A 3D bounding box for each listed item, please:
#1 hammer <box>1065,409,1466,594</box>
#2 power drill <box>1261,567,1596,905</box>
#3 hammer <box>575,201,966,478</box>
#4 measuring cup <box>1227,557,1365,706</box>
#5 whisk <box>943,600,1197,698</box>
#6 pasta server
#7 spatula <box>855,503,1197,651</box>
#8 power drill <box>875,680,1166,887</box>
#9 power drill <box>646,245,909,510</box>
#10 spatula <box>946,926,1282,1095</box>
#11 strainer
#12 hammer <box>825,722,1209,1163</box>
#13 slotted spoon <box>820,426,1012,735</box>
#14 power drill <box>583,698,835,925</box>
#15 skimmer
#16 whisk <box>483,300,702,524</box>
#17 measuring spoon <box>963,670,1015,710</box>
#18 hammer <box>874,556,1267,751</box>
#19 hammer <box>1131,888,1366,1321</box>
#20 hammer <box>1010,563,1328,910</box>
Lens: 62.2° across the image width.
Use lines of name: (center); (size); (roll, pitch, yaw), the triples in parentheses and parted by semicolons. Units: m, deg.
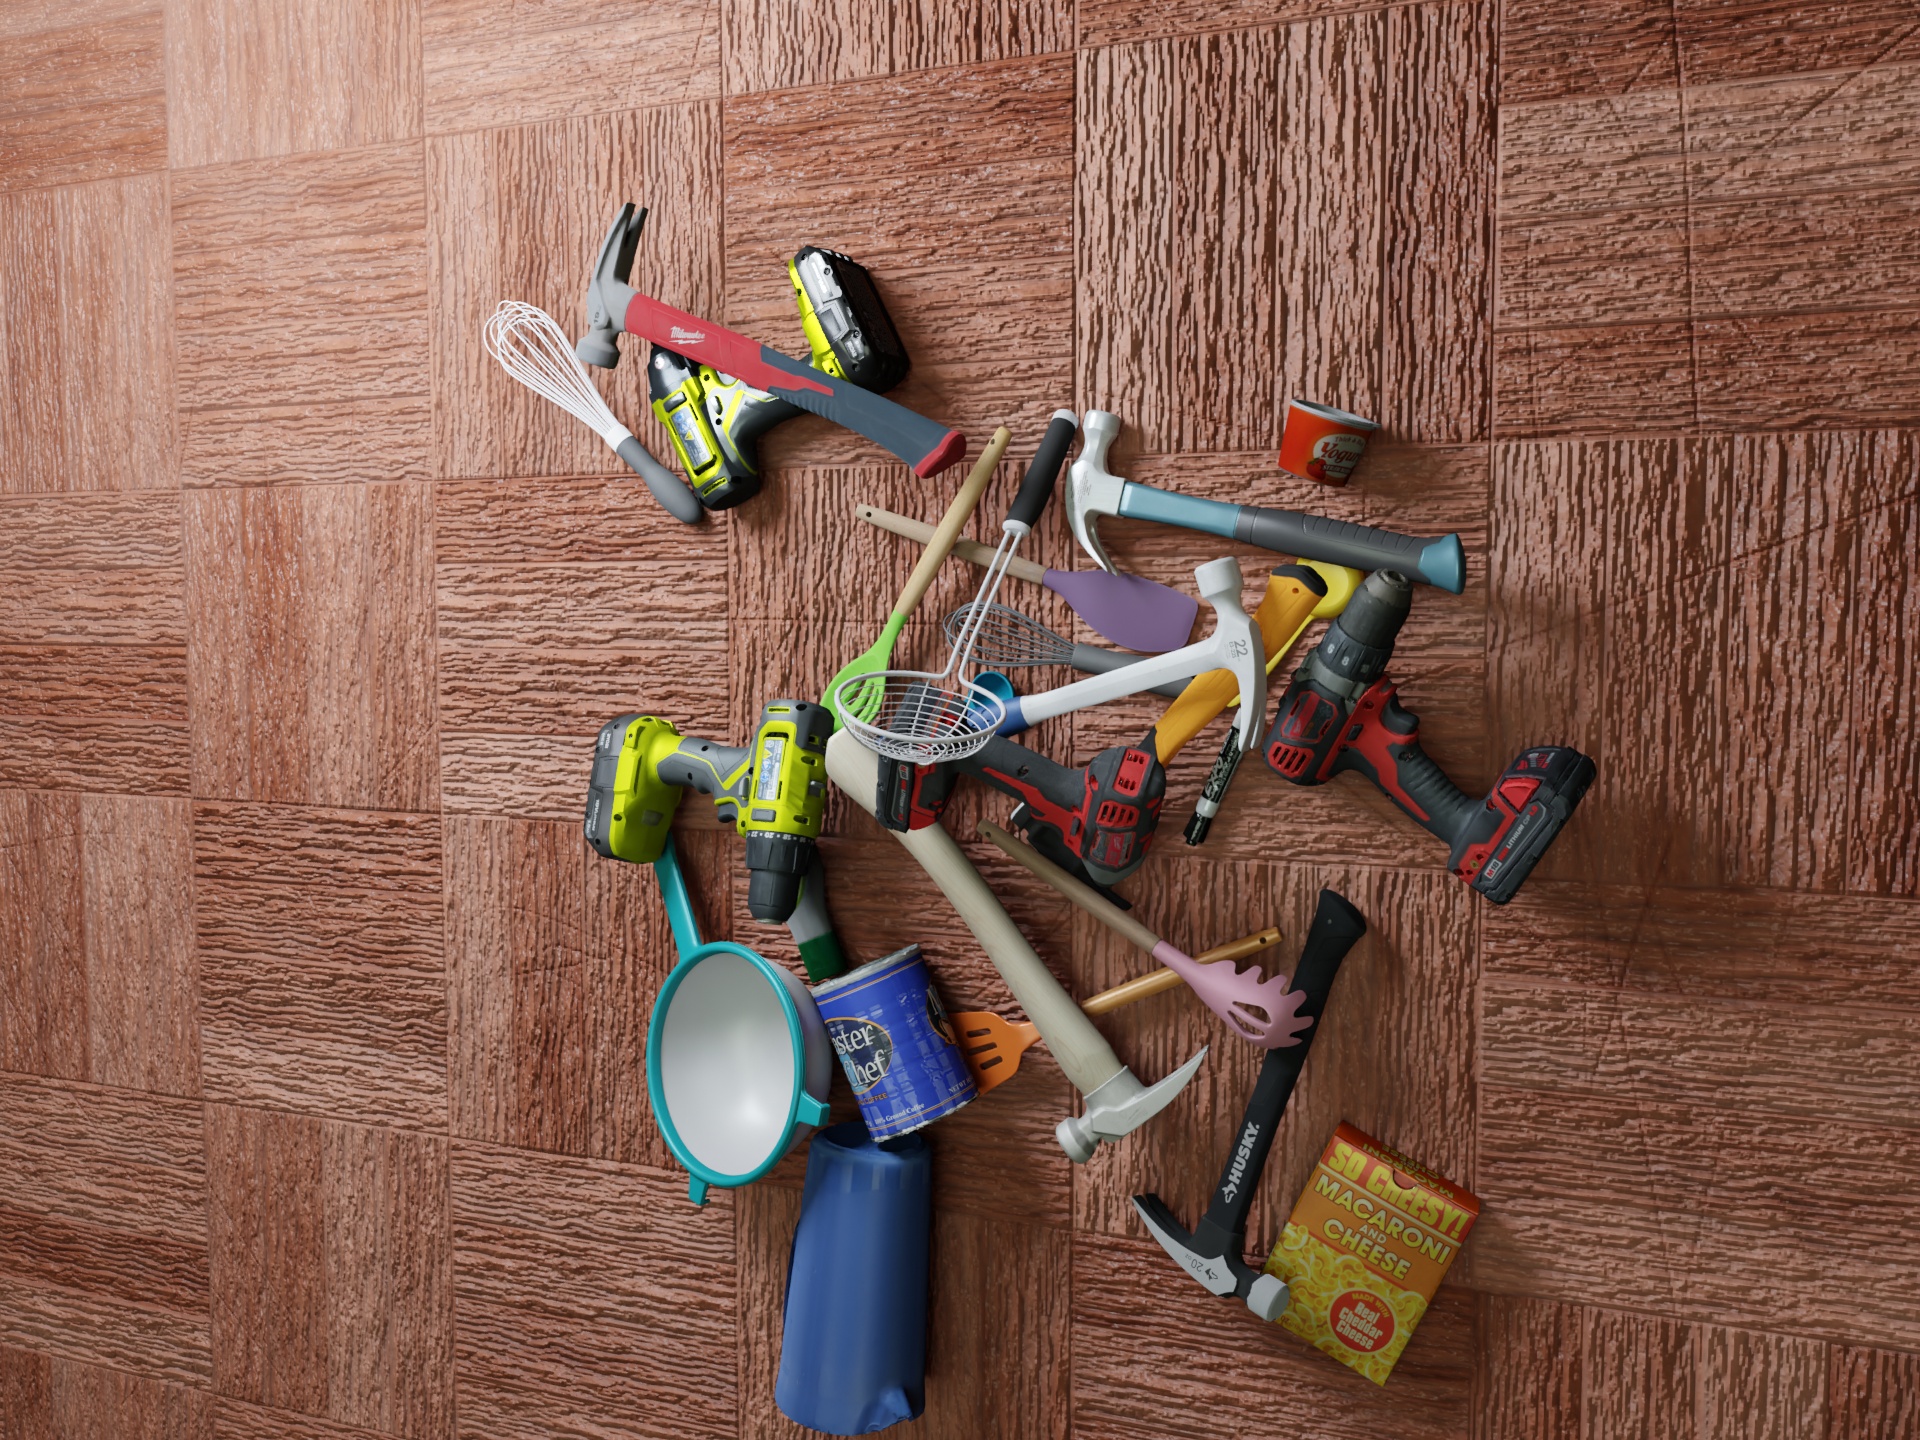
hammer: (0.233, -0.154, 1.248); (0.331, 0.033, 0.128); (16, 95, 27)
power drill: (0.353, 0.009, 1.189); (0.227, 0.080, 0.187); (34, 127, 18)
hammer: (-0.157, -0.308, 1.330); (0.386, 0.038, 0.143); (27, 106, 22)
measuring cup: (0.259, -0.071, 1.267); (0.062, 0.029, 0.156); (42, 104, 14)
whisk: (0.097, -0.053, 1.326); (0.239, 0.055, 0.055); (15, 99, 16)
pasta server: (0.141, 0.167, 1.295); (0.316, 0.040, 0.060); (34, 116, 24)
spatula: (0.049, -0.128, 1.354); (0.316, 0.018, 0.059); (22, 102, 18)
power drill: (0.048, 0.060, 1.263); (0.220, 0.079, 0.143); (17, 140, 10)
power drill: (-0.172, -0.311, 1.398); (0.223, 0.080, 0.171); (-28, 84, 24)
spatula: (0.123, 0.237, 1.350); (0.322, 0.041, 0.081); (-25, 84, 17)
strainer: (-0.204, 0.251, 1.451); (0.211, 0.095, 0.341); (-40, 59, 32)
hammer: (0.032, 0.164, 1.330); (0.146, 0.038, 0.411); (-39, 83, 13)
slotted spoon: (-0.036, -0.113, 1.366); (0.070, 0.031, 0.313); (49, 116, 42)
power drill: (-0.220, 0.078, 1.408); (0.228, 0.080, 0.191); (1, 78, 31)
skimmer: (0.019, -0.117, 1.228); (0.127, 0.090, 0.363); (15, 64, 19)
whisk: (-0.338, -0.283, 1.479); (0.285, 0.070, 0.070); (46, 108, 7)
measuring spoon: (-0.002, -0.004, 1.387); (0.128, 0.021, 0.042); (-29, 84, 30)
hammer: (0.064, -0.004, 1.300); (0.405, 0.035, 0.144); (-18, 86, 34)
hammer: (0.248, 0.296, 1.283); (0.146, 0.035, 0.335); (23, 97, 40)
hammer: (0.179, 0.011, 1.271); (0.127, 0.034, 0.336); (46, 119, 13)
